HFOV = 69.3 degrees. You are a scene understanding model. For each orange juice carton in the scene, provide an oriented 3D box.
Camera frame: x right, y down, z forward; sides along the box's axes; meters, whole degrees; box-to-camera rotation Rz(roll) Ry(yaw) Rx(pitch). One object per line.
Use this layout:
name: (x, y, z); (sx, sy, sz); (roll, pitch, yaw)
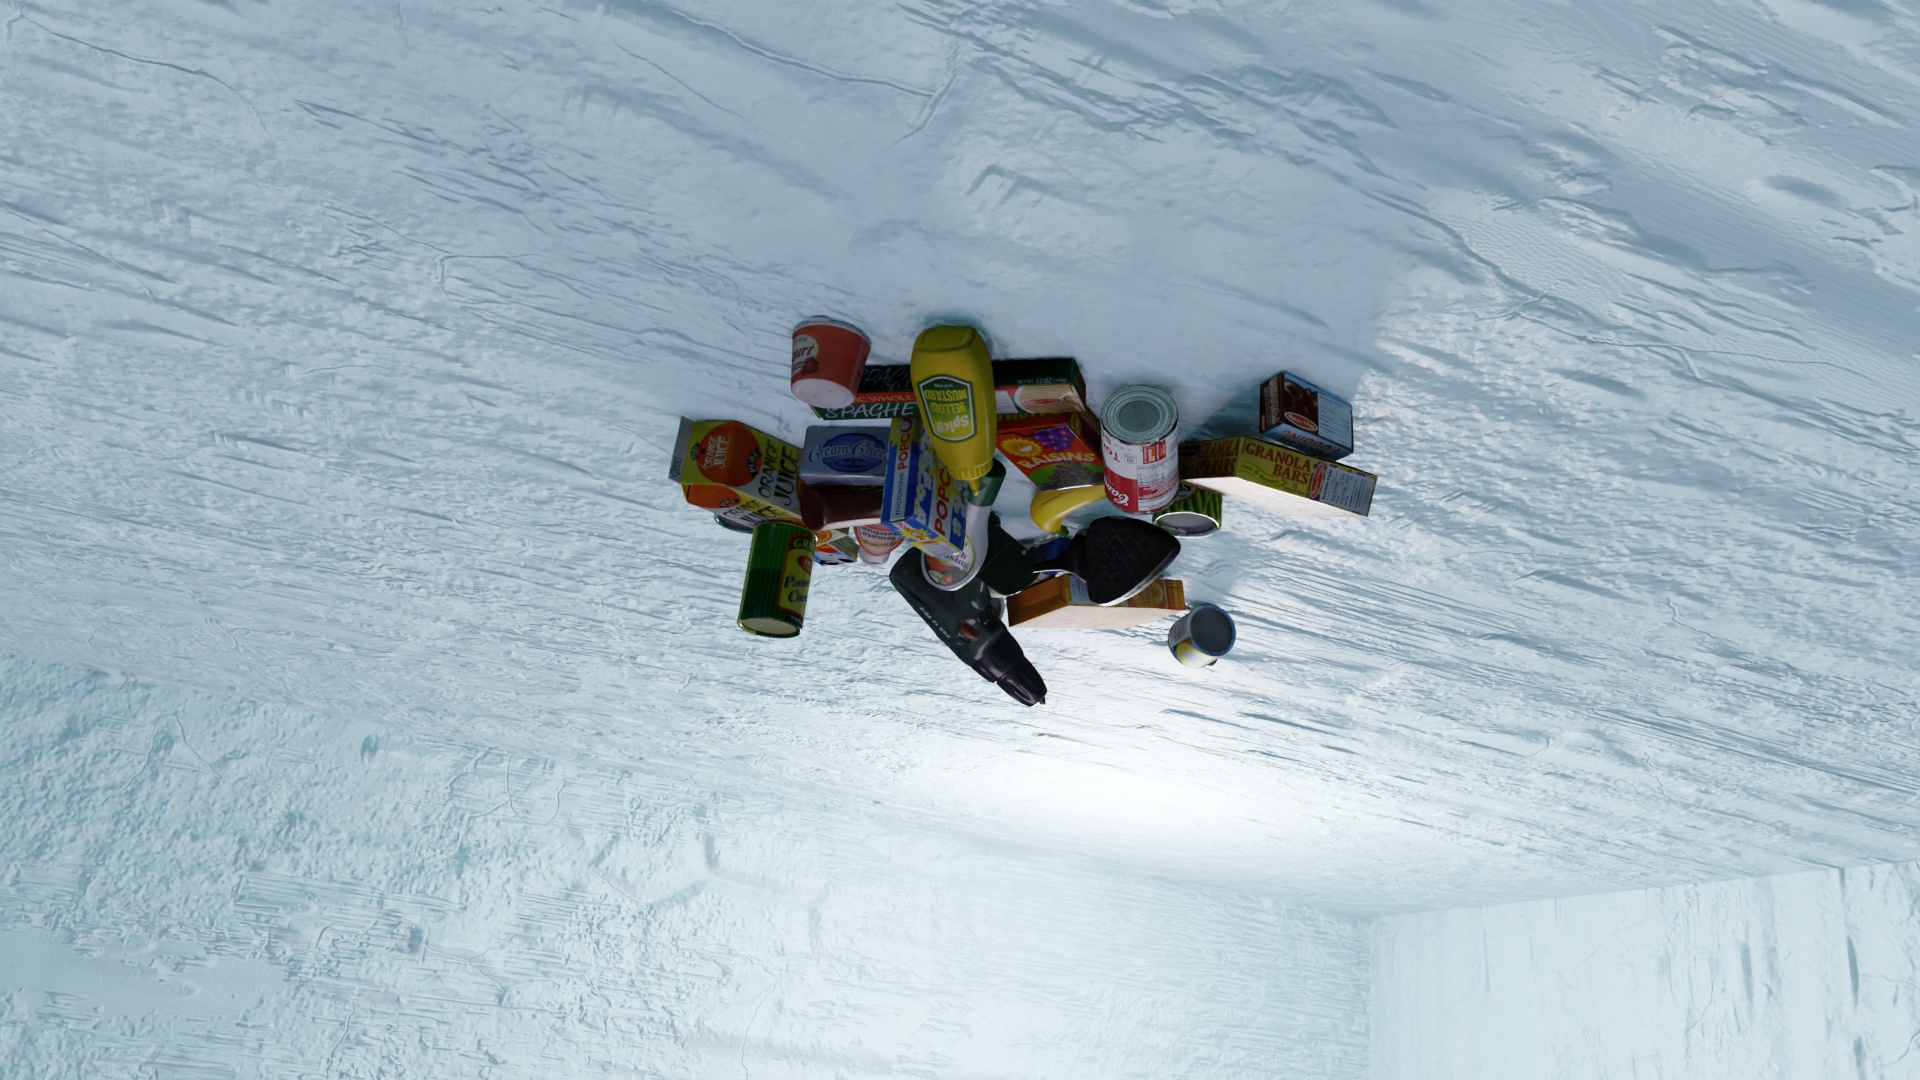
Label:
orange juice carton: (-0.204, -0.060, 1.397); (0.192, 0.072, 0.073); (23, 152, -35)

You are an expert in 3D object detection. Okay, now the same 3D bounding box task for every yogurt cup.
yogurt cup: (-0.113, -0.147, 1.176); (0.072, 0.054, 0.072); (6, 159, 3)

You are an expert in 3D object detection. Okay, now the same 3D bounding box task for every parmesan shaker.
parmesan shaker: (-0.184, 0.042, 1.403); (0.071, 0.103, 0.071); (5, 158, 2)

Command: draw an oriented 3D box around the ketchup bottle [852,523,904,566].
ketchup bottle: (-0.088, -0.013, 1.514); (0.065, 0.044, 0.148); (9, 159, -5)

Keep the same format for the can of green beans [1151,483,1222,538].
can of green beans: (0.217, -0.041, 1.327); (0.071, 0.058, 0.071); (6, 158, 3)

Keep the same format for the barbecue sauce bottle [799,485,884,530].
barbecue sauce bottle: (-0.081, -0.039, 1.384); (0.149, 0.043, 0.065); (-7, -173, -28)

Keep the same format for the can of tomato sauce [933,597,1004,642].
can of tomato sauce: (0.010, 0.089, 1.701); (0.071, 0.071, 0.082); (15, 156, -18)

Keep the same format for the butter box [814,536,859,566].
butter box: (-0.167, -0.001, 1.594); (0.053, 0.024, 0.103); (-8, 154, 31)

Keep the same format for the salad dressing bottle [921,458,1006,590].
salad dressing bottle: (0.005, -0.017, 1.390); (0.064, 0.044, 0.146); (28, 125, 8)

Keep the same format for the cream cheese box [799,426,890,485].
cream cheese box: (-0.101, -0.081, 1.337); (0.104, 0.053, 0.024); (2, 158, 13)

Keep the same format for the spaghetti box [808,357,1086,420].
spaghetti box: (-0.016, -0.132, 1.216); (0.250, 0.029, 0.050); (0, 157, 18)

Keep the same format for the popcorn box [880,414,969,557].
popcorn box: (-0.030, -0.058, 1.272); (0.038, 0.127, 0.085); (-11, 152, 32)

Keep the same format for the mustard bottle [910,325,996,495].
mustard bottle: (0.001, -0.102, 1.169); (0.065, 0.049, 0.159); (1, 126, 20)

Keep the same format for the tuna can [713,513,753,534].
tuna can: (-0.238, -0.034, 1.524); (0.071, 0.033, 0.070); (6, 158, 3)

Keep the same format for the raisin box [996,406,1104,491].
raisin box: (0.086, -0.090, 1.273); (0.086, 0.040, 0.123); (-5, 154, 29)

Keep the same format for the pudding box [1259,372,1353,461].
pudding box: (0.290, -0.102, 1.162); (0.084, 0.050, 0.030); (19, 154, -27)

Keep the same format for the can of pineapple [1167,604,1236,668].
can of pineapple: (0.294, 0.116, 1.679); (0.071, 0.071, 0.057); (12, 157, -12)

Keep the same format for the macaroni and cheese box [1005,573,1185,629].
macaroni and cheese box: (0.155, 0.072, 1.598); (0.167, 0.040, 0.123); (3, 164, -31)

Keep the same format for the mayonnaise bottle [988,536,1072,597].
mayonnaise bottle: (0.074, 0.030, 1.569); (0.065, 0.041, 0.147); (17, 157, -32)

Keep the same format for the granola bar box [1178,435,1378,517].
granola bar box: (0.270, -0.055, 1.218); (0.124, 0.039, 0.165); (16, 179, -10)
